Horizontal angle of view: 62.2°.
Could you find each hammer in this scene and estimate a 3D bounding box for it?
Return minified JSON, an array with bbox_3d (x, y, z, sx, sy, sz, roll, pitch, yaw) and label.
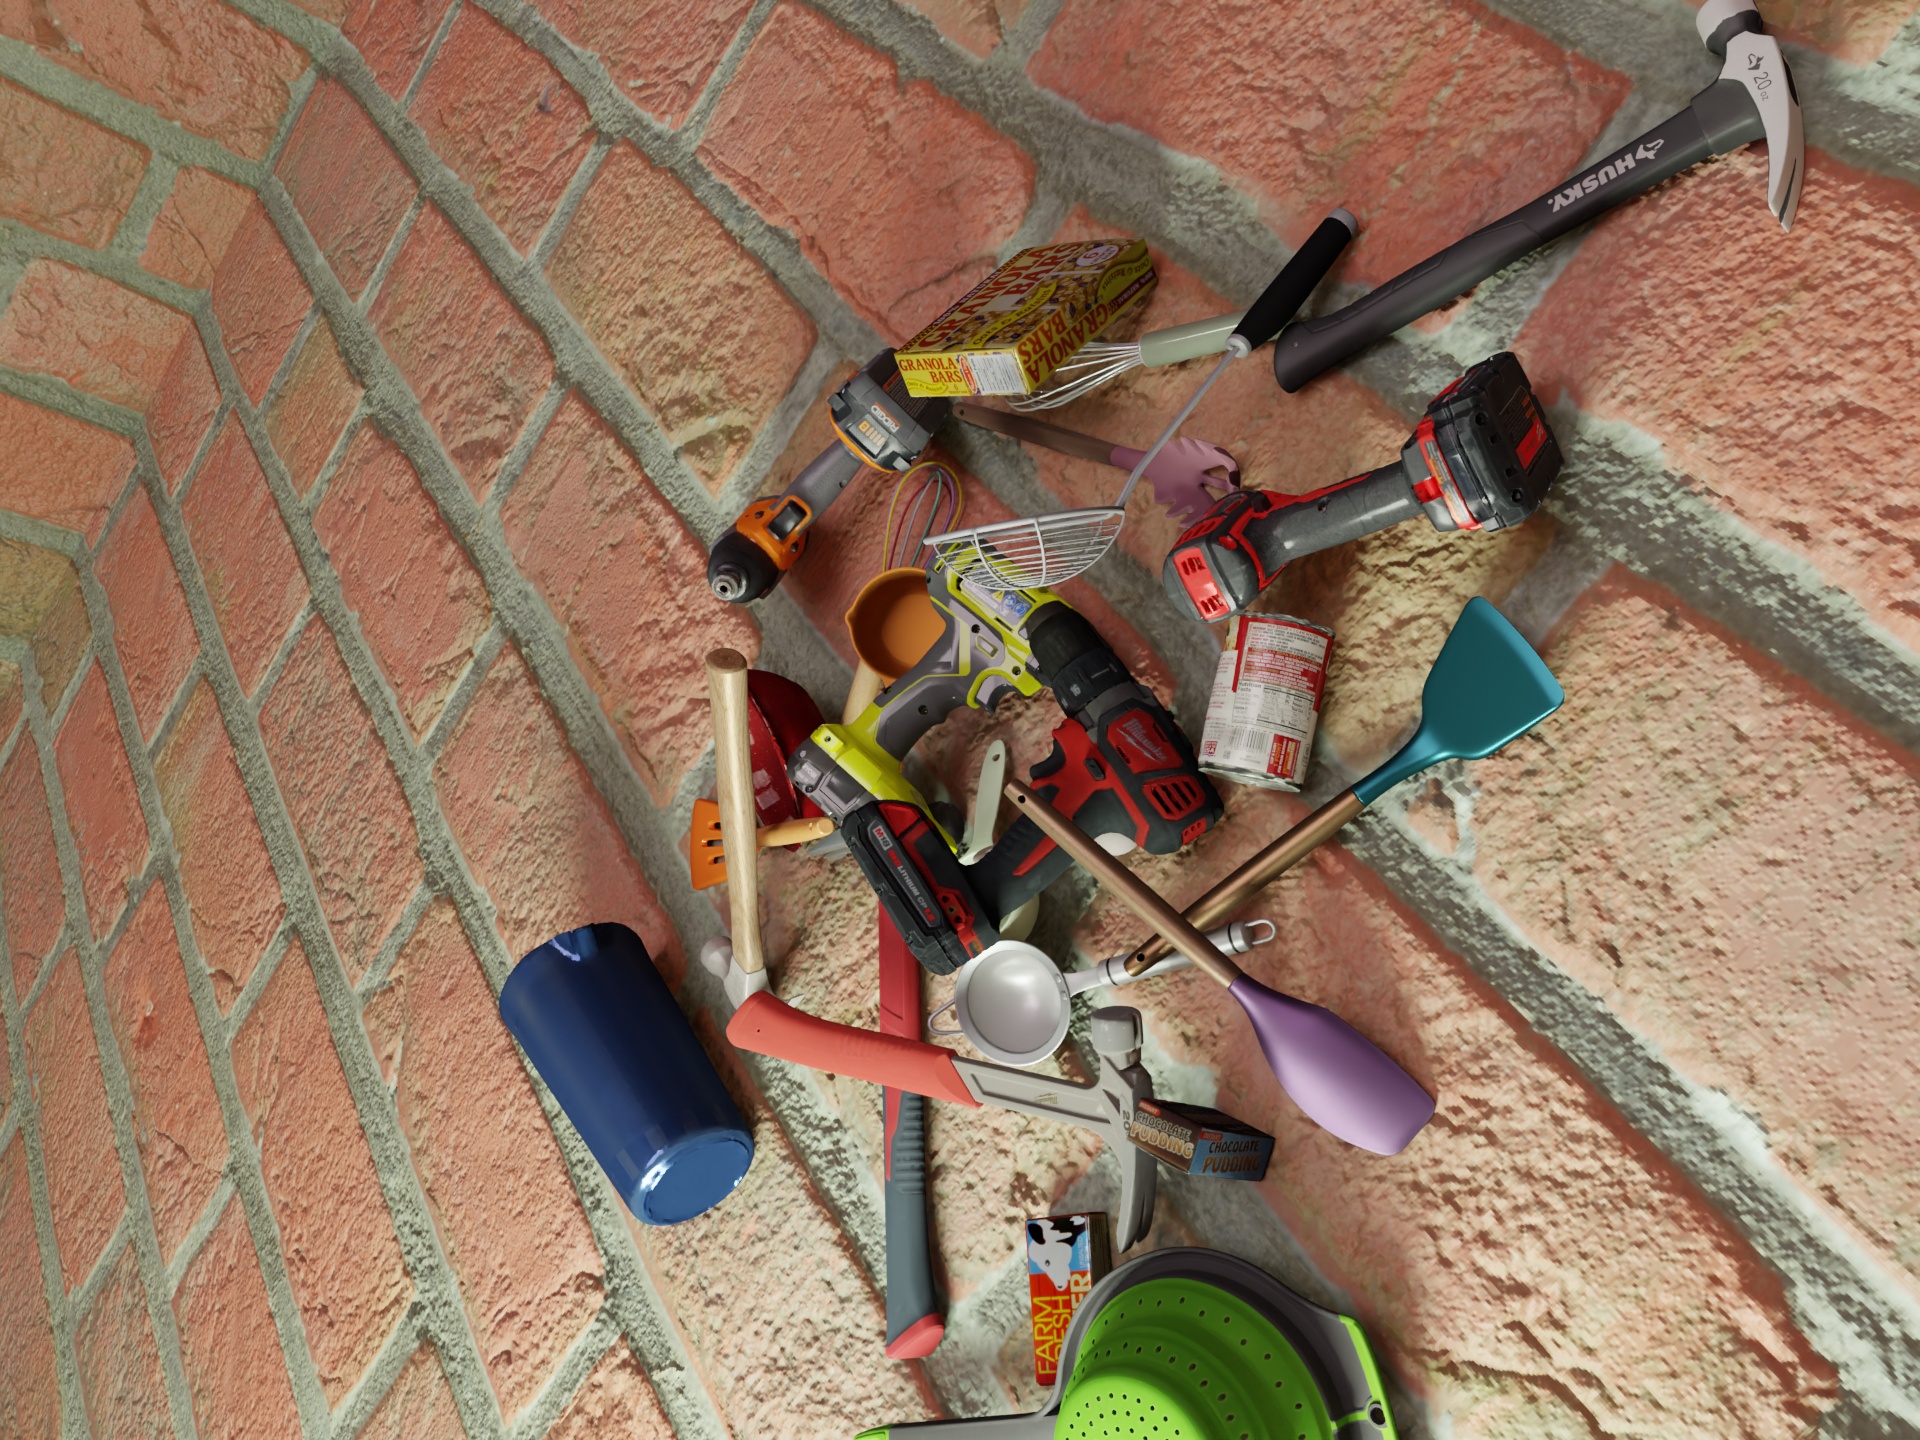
[{"bbox_3d":[0.338,-0.291,0.973,0.335,0.035,0.146,-26,60,35],"label":"hammer"},{"bbox_3d":[-0.054,0.259,1.165,0.143,0.038,0.387,-18,65,39],"label":"hammer"},{"bbox_3d":[-0.166,0.097,1.204,0.130,0.031,0.331,40,139,44],"label":"hammer"},{"bbox_3d":[-0.025,0.246,1.081,0.359,0.036,0.149,2,97,40],"label":"hammer"}]

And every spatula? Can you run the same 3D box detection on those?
[{"bbox_3d":[0.143,0.141,0.954,0.316,0.018,0.059,41,107,17],"label":"spatula"},{"bbox_3d":[-0.161,0.092,1.258,0.322,0.041,0.081,163,109,-68],"label":"spatula"},{"bbox_3d":[0.215,0.058,0.959,0.317,0.044,0.082,-41,61,18],"label":"spatula"}]

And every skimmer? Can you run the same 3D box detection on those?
[{"bbox_3d":[0.124,-0.219,1.031,0.363,0.090,0.127,-50,13,-10],"label":"skimmer"}]

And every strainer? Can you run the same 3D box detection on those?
[{"bbox_3d":[0.094,0.170,1.055,0.258,0.050,0.087,-21,83,30],"label":"strainer"}]

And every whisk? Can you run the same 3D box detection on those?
[{"bbox_3d":[0.129,-0.266,1.154,0.246,0.059,0.058,-5,57,37],"label":"whisk"},{"bbox_3d":[-0.052,-0.088,1.272,0.051,0.047,0.245,27,101,56],"label":"whisk"}]

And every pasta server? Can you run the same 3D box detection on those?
[{"bbox_3d":[0.091,-0.201,1.172,0.316,0.040,0.060,27,115,45],"label":"pasta server"}]

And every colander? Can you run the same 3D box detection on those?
[{"bbox_3d":[0.059,0.436,0.939,0.397,0.094,0.205,-23,73,35],"label":"colander"}]

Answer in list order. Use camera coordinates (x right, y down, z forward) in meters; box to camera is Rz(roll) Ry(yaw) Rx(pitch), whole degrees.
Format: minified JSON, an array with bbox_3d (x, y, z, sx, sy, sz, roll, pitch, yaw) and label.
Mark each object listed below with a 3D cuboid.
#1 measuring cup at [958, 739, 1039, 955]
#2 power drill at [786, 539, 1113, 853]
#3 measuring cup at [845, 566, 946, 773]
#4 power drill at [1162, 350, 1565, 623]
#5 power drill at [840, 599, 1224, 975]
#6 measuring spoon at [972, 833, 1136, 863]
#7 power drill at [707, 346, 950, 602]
[{"bbox_3d":[0.026,0.094,1.150,0.083,0.038,0.168,-15,53,35],"label":"measuring cup"},{"bbox_3d":[-0.002,-0.004,1.136,0.171,0.080,0.223,40,90,22],"label":"power drill"},{"bbox_3d":[-0.043,-0.030,1.224,0.095,0.052,0.173,7,92,7],"label":"measuring cup"},{"bbox_3d":[0.237,-0.134,0.958,0.219,0.143,0.078,-21,102,37],"label":"power drill"},{"bbox_3d":[0.035,0.042,1.047,0.226,0.080,0.188,-31,72,-4],"label":"power drill"},{"bbox_3d":[0.064,0.082,1.094,0.124,0.018,0.034,-13,51,18],"label":"measuring spoon"},{"bbox_3d":[-0.118,-0.186,1.287,0.226,0.084,0.164,-42,11,25],"label":"power drill"}]
